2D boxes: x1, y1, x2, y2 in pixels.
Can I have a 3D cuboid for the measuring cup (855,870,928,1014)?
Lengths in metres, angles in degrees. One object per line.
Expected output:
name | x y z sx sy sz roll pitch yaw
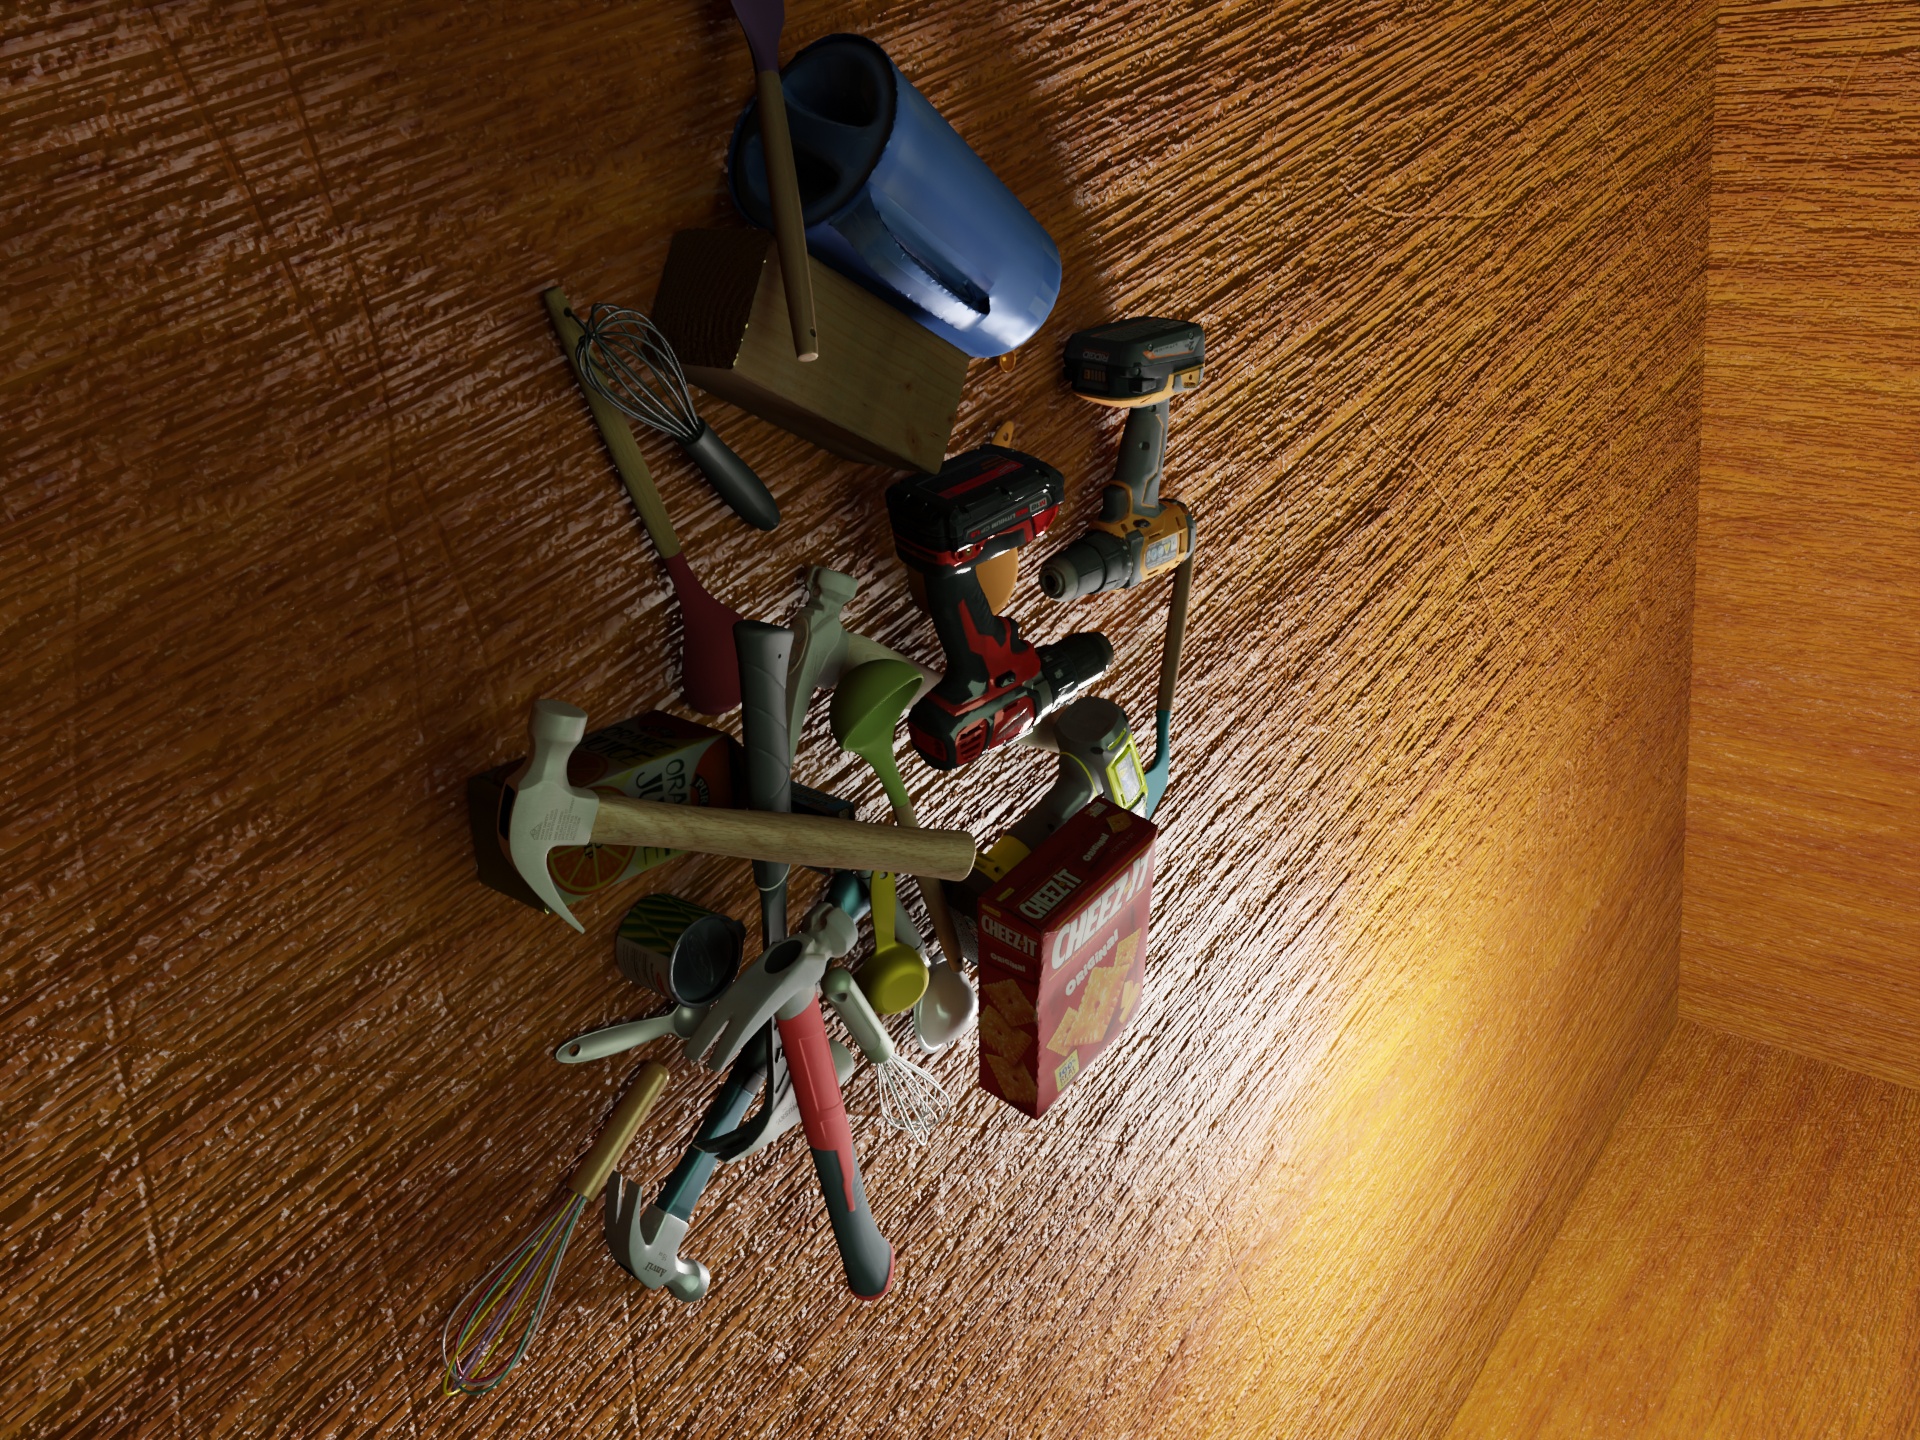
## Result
measuring cup | -0.053 0.170 1.233 0.062 0.029 0.156 -21 134 -22

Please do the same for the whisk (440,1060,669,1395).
whisk | -0.268 0.337 1.066 0.245 0.051 0.047 -58 133 -25

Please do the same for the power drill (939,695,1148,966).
power drill | 0.082 0.114 1.375 0.228 0.080 0.190 -48 142 -23

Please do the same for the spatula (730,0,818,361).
spatula | -0.115 -0.365 0.958 0.059 0.018 0.316 4 73 -52

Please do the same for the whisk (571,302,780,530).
whisk | -0.172 -0.183 1.003 0.055 0.055 0.238 -65 152 -13

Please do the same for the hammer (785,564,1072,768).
hammer | -0.002 -0.004 1.290 0.410 0.038 0.146 17 89 -52

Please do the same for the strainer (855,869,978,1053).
strainer | -0.035 0.192 1.311 0.087 0.050 0.258 -61 138 -38

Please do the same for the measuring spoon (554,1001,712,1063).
measuring spoon | -0.228 0.214 1.102 0.124 0.018 0.034 -10 109 -42

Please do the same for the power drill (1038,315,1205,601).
power drill | 0.133 -0.217 1.359 0.185 0.084 0.226 -26 125 -42

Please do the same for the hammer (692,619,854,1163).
hammer | -0.130 0.119 1.068 0.149 0.036 0.408 -36 135 -48

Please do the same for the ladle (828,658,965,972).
ladle | -0.031 0.085 1.208 0.078 0.062 0.319 -38 131 -26

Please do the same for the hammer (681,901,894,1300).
hammer | -0.104 0.312 1.145 0.143 0.038 0.385 -45 141 -37

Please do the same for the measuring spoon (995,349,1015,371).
measuring spoon | 0.041 -0.335 1.262 0.021 0.011 0.117 3 95 -50

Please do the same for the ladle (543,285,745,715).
ladle | -0.196 -0.130 1.021 0.069 0.031 0.315 -46 132 -34

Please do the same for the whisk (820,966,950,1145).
whisk | -0.062 0.268 1.270 0.246 0.058 0.059 66 12 -46

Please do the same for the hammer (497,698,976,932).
hammer | -0.126 0.074 0.989 0.331 0.031 0.130 10 103 -38

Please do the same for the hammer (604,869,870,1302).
hammer | -0.156 0.262 1.187 0.331 0.033 0.128 -61 141 -18

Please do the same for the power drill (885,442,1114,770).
power drill | 0.037 -0.088 1.197 0.188 0.080 0.226 -28 128 -29

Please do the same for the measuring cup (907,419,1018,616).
measuring cup | 0.022 -0.158 1.257 0.095 0.052 0.174 34 77 -50

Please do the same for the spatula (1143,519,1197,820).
spatula | 0.189 -0.037 1.528 0.082 0.044 0.317 10 89 -51
